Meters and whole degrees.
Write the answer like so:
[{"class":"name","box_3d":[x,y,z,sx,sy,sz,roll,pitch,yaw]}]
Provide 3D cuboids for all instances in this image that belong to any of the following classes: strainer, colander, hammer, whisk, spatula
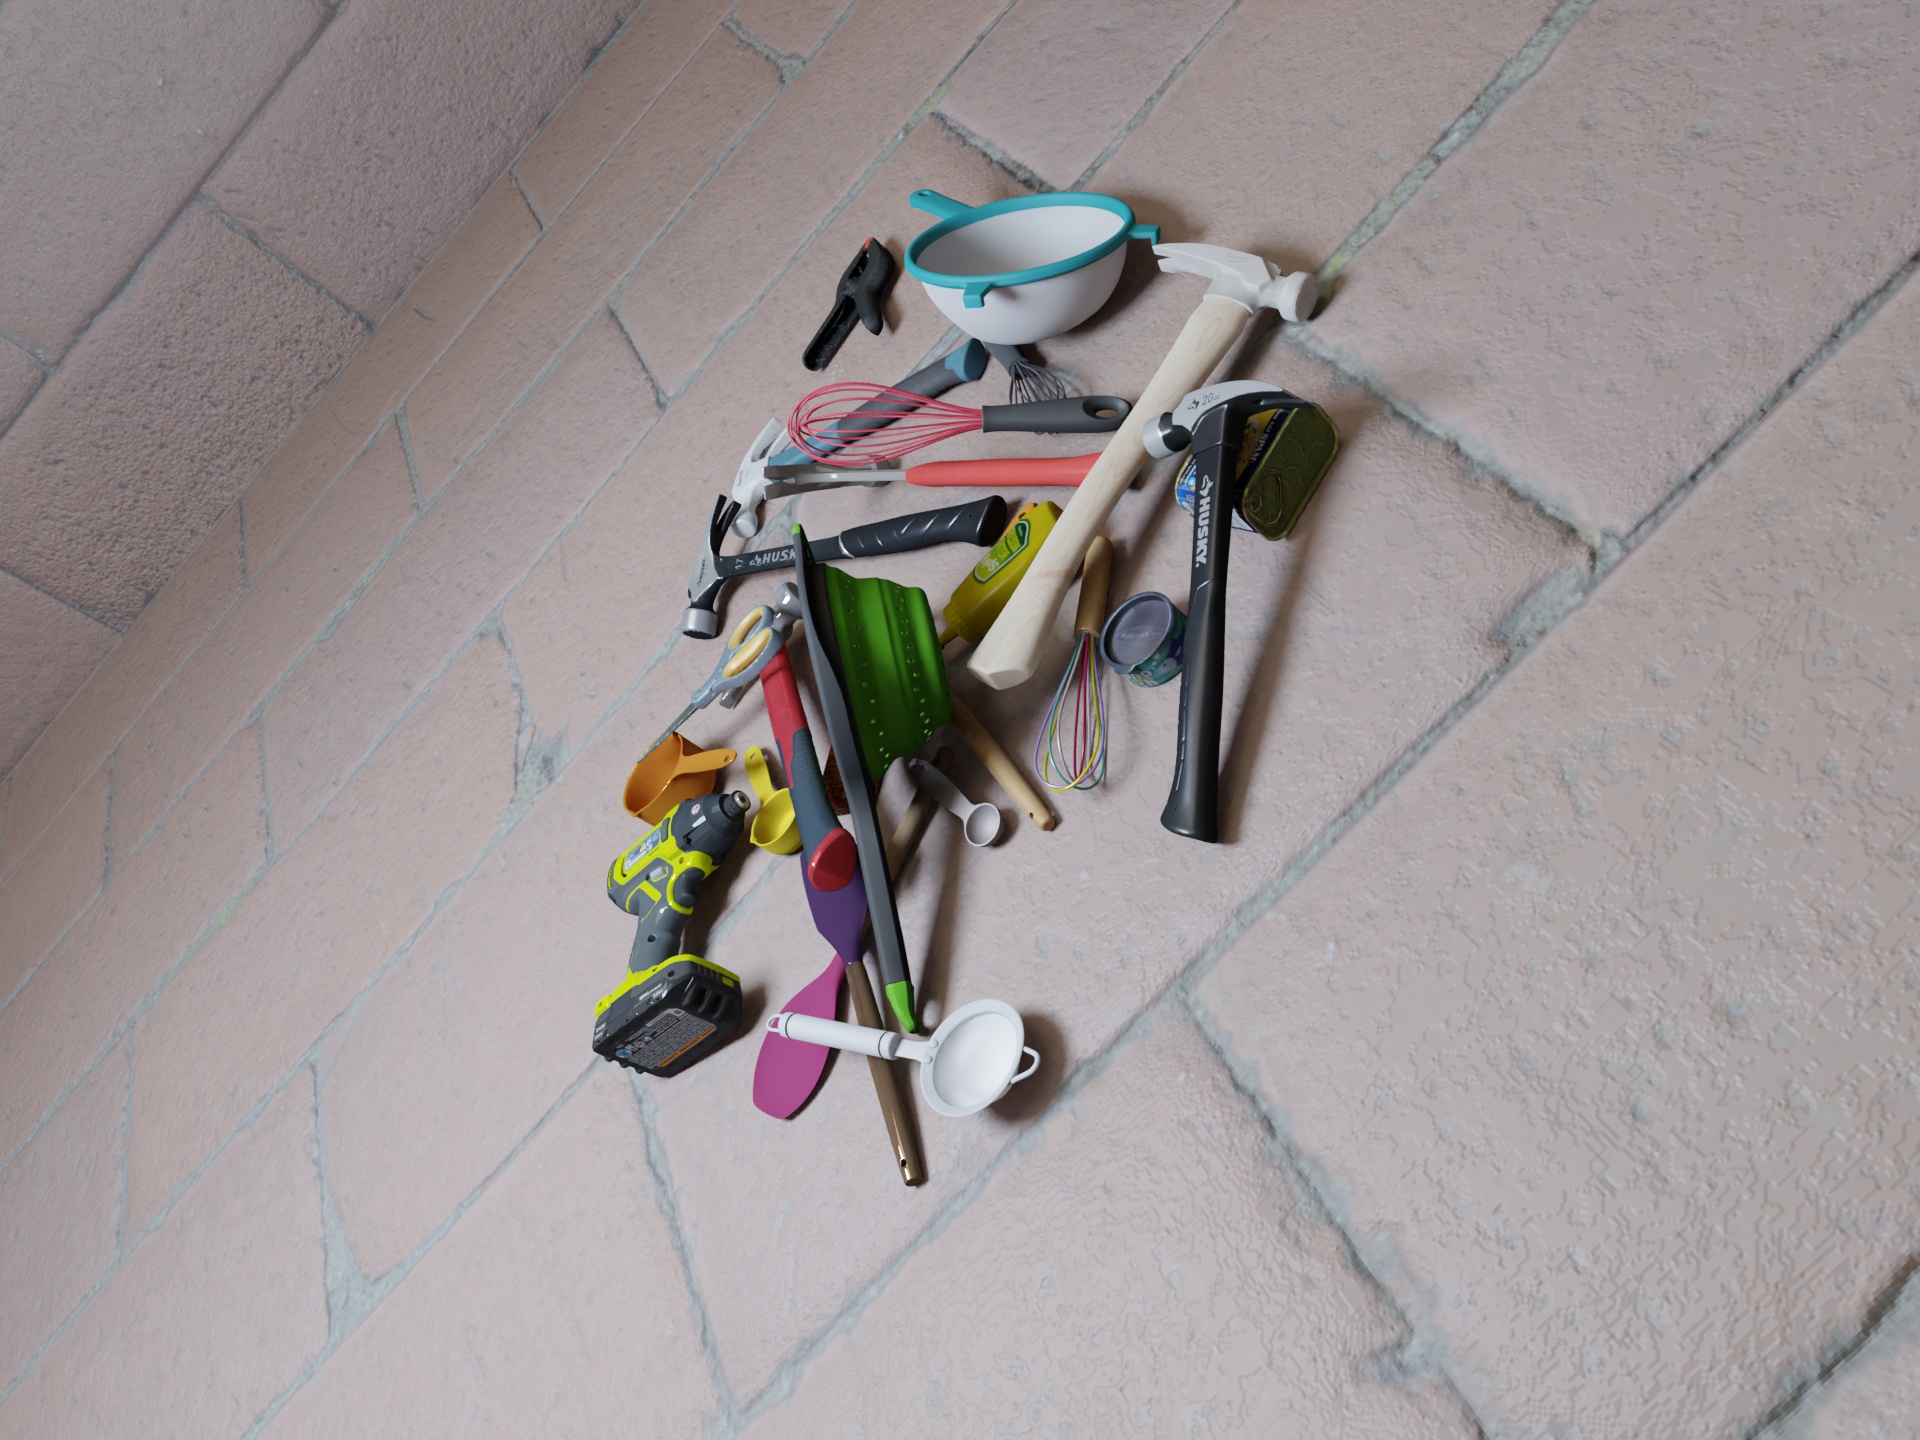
[{"class":"strainer","box_3d":[0.033,-0.431,1.506,0.211,0.095,0.341,-24,34,-15]},{"class":"colander","box_3d":[-0.043,0.034,1.213,0.094,0.204,0.397,-13,73,-1]},{"class":"hammer","box_3d":[-0.109,-0.300,1.624,0.331,0.033,0.128,-22,49,33]},{"class":"hammer","box_3d":[-0.119,-0.169,1.519,0.409,0.036,0.149,-5,72,41]},{"class":"strainer","box_3d":[-0.041,0.230,1.121,0.258,0.050,0.087,2,57,37]},{"class":"whisk","box_3d":[0.000,-0.255,1.355,0.296,0.073,0.073,-2,52,2]},{"class":"hammer","box_3d":[-0.152,0.027,1.368,0.143,0.038,0.387,-50,31,18]},{"class":"hammer","box_3d":[0.119,-0.205,1.254,0.146,0.038,0.411,26,77,32]},{"class":"whisk","box_3d":[0.098,-0.047,1.214,0.047,0.051,0.245,118,166,-53]},{"class":"spatula","box_3d":[-0.072,0.205,1.195,0.060,0.018,0.316,-35,47,17]},{"class":"whisk","box_3d":[0.051,-0.324,1.468,0.055,0.055,0.239,-42,35,14]},{"class":"hammer","box_3d":[0.175,-0.079,1.104,0.146,0.035,0.335,-15,64,53]},{"class":"hammer","box_3d":[-0.008,-0.217,1.401,0.359,0.149,0.036,7,106,42]}]

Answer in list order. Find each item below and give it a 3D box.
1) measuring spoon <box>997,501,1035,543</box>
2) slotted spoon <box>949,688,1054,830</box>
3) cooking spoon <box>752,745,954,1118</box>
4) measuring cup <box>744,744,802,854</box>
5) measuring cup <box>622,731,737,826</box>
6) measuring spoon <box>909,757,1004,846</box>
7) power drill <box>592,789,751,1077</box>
[{"class":"measuring spoon","box_3d":[0.029,-0.143,1.379,0.117,0.011,0.021,-56,38,-3]},{"class":"slotted spoon","box_3d":[-0.002,-0.004,1.289,0.314,0.031,0.070,51,141,47]},{"class":"cooking spoon","box_3d":[-0.079,0.163,1.253,0.069,0.017,0.319,15,74,42]},{"class":"measuring cup","box_3d":[-0.165,0.067,1.413,0.062,0.029,0.157,-45,32,8]},{"class":"measuring cup","box_3d":[-0.241,0.054,1.465,0.173,0.052,0.095,-11,51,46]},{"class":"measuring spoon","box_3d":[-0.003,0.062,1.244,0.034,0.018,0.124,-57,43,6]},{"class":"power drill","box_3d":[-0.241,0.173,1.358,0.171,0.080,0.223,-38,38,30]}]
